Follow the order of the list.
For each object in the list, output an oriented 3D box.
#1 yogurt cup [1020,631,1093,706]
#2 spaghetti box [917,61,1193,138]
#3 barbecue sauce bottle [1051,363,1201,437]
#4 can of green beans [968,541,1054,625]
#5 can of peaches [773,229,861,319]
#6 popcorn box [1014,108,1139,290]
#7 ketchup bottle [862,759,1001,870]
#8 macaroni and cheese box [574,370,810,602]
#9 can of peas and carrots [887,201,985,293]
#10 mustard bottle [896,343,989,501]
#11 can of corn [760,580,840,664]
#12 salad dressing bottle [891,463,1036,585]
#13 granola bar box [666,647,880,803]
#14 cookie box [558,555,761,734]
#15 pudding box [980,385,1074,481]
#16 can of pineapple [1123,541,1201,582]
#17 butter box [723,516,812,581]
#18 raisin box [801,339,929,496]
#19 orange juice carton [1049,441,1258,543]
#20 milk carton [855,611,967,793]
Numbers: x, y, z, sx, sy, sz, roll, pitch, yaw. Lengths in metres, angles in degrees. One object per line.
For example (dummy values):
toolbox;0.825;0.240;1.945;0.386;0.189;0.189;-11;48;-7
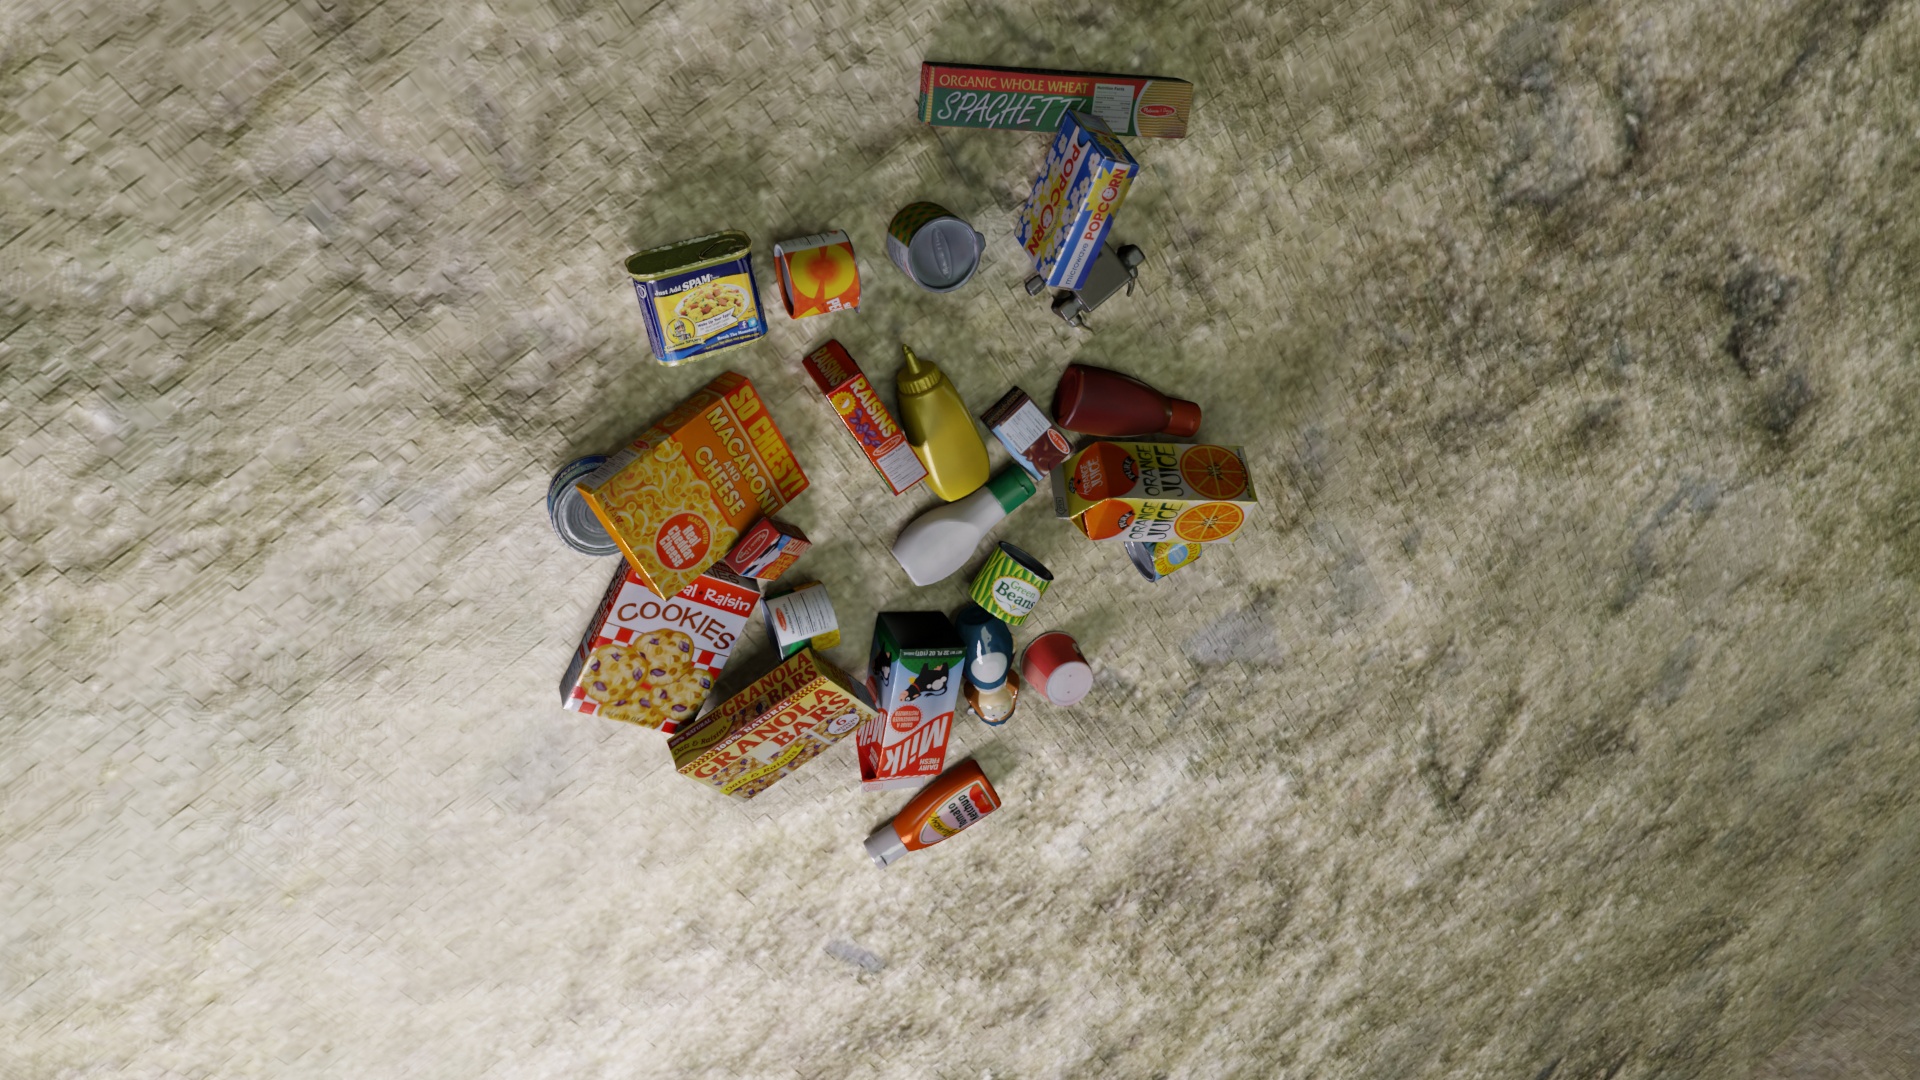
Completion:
yogurt cup;0.103;0.137;1.452;0.072;0.054;0.072;-10;119;-18
spaghetti box;0.083;-0.378;1.192;0.251;0.029;0.050;-4;117;-22
barbecue sauce bottle;0.165;-0.128;1.349;0.149;0.044;0.064;8;112;-27
can of green beans;0.050;0.043;1.373;0.071;0.071;0.057;26;104;-32
can of peaches;-0.120;-0.220;1.162;0.058;0.071;0.071;-14;120;-16
popcorn box;0.097;-0.291;1.191;0.038;0.085;0.126;4;131;-27
ketchup bottle;-0.032;0.296;1.483;0.149;0.044;0.064;-32;124;-5
macaroni and cheese box;-0.227;-0.048;1.194;0.167;0.040;0.123;-41;126;-21
can of peas and carrots;-0.021;-0.254;1.193;0.071;0.059;0.070;-11;119;-19
mustard bottle;-0.023;-0.114;1.270;0.065;0.049;0.159;-31;123;-15
can of corn;-0.151;0.077;1.305;0.058;0.071;0.070;-17;121;-15
salad dressing bottle;0.005;-0.017;1.337;0.148;0.044;0.064;-37;122;-4
granola bar box;-0.176;0.177;1.322;0.165;0.039;0.124;-34;147;6
cookie box;-0.275;0.090;1.272;0.123;0.040;0.167;20;107;-30
pudding box;0.064;-0.101;1.326;0.049;0.030;0.083;-44;124;2
can of pineapple;0.206;0.002;1.418;0.058;0.071;0.070;-27;123;-9
butter box;-0.171;0.009;1.247;0.053;0.103;0.024;-45;79;4
raisin box;-0.084;-0.109;1.224;0.040;0.086;0.123;-35;124;-1
orange juice carton;0.182;-0.047;1.354;0.193;0.072;0.072;1;145;-11
milk carton;-0.054;0.171;1.390;0.072;0.074;0.189;0;116;-23
